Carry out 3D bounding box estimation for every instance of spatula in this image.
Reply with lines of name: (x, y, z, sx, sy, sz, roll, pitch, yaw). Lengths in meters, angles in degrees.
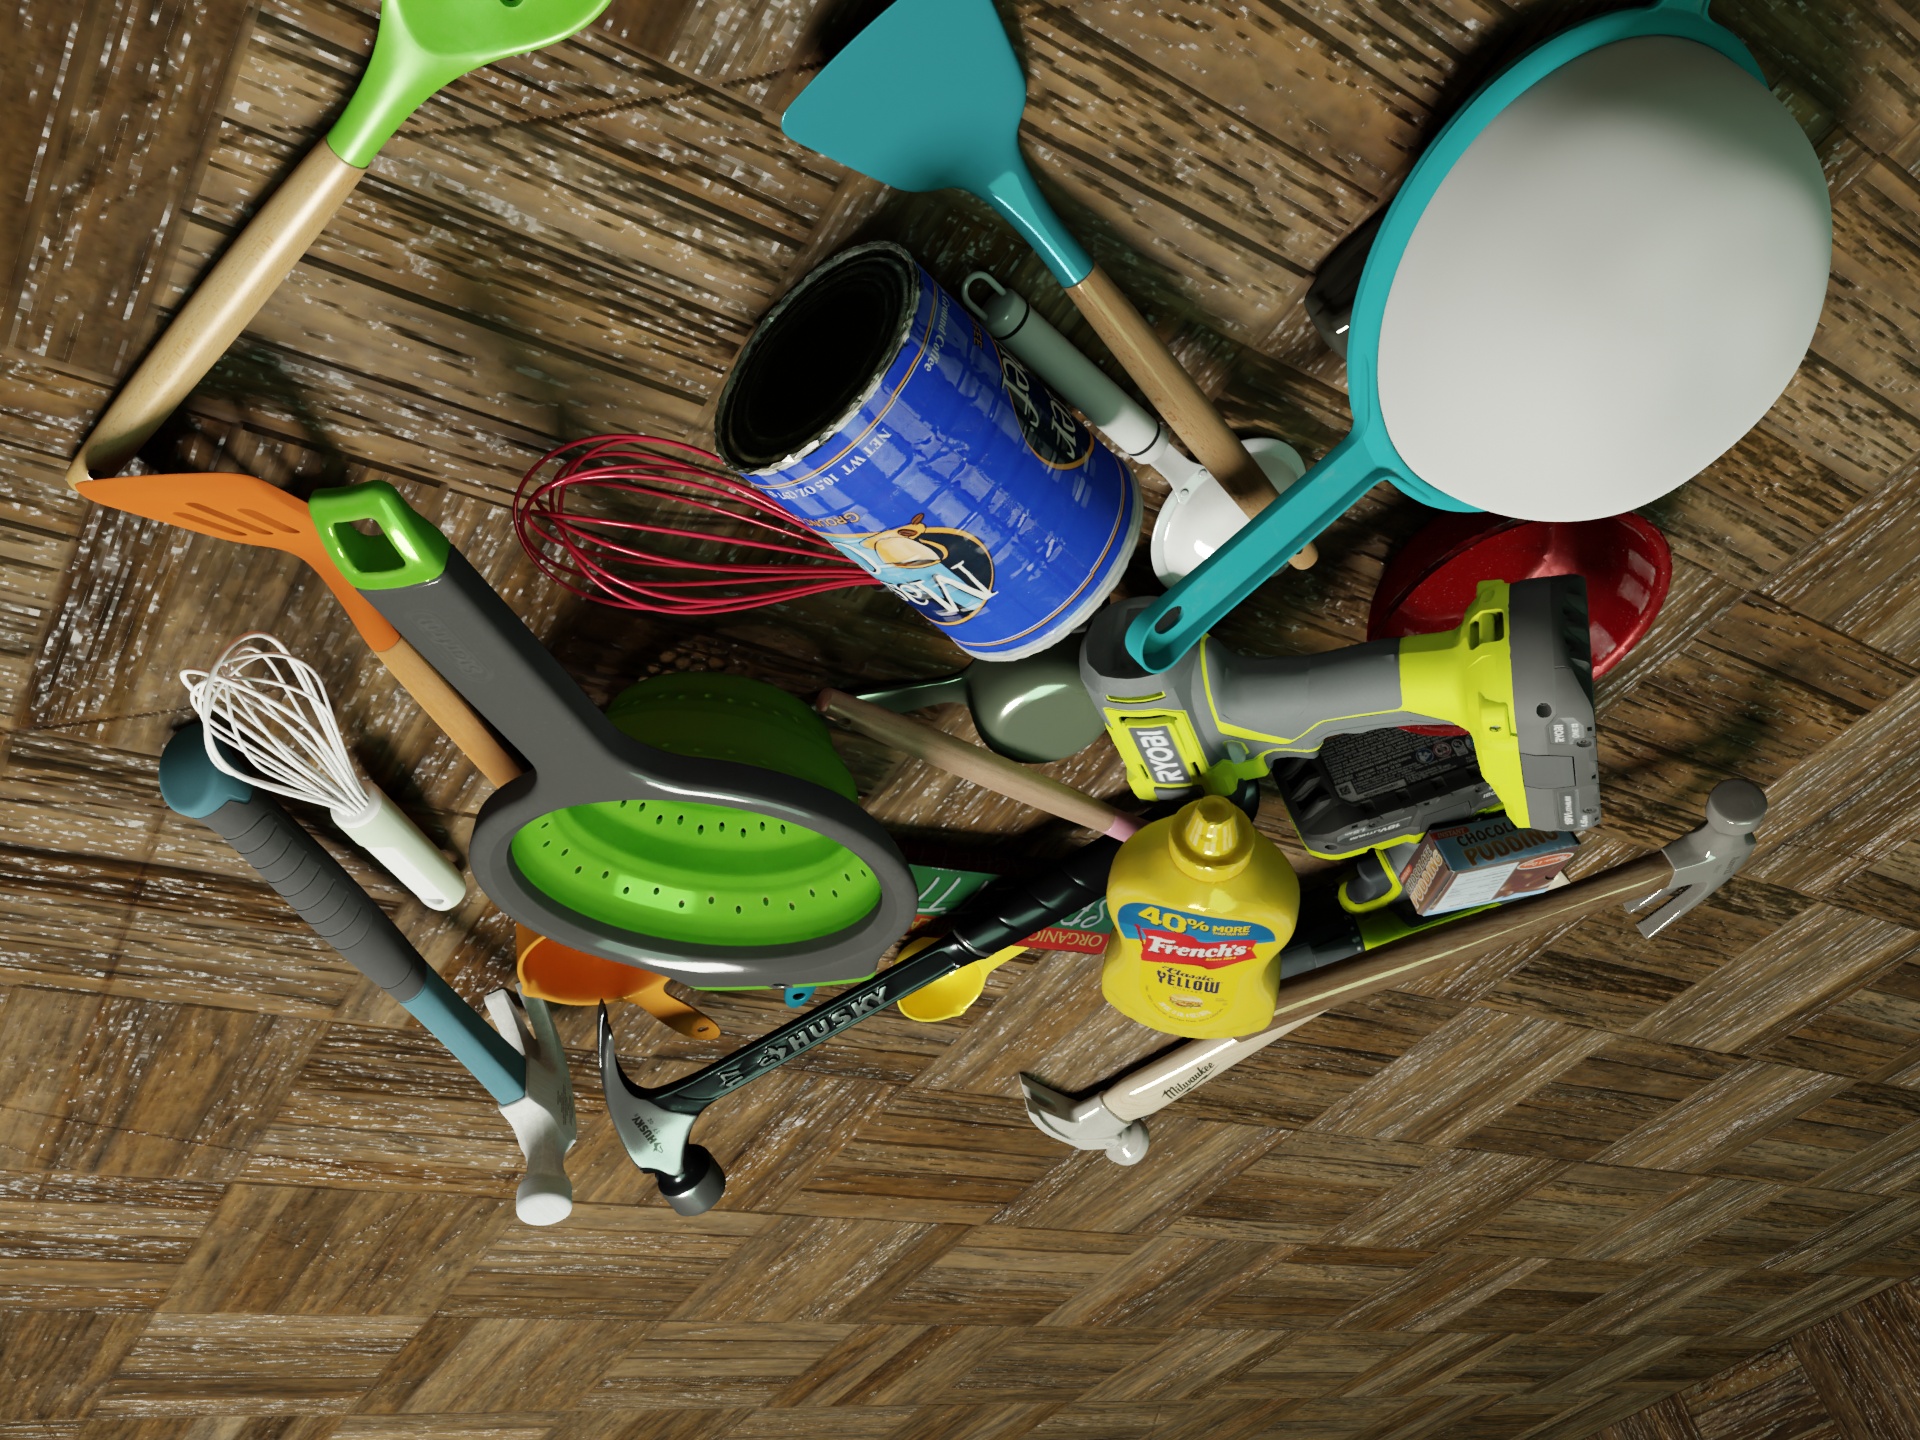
spatula: (-0.244, -0.014, 0.701, 0.081, 0.041, 0.322, 0, 146, 18)
spatula: (0.061, -0.151, 0.622, 0.082, 0.044, 0.317, -37, 127, 17)

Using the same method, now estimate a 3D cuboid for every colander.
colander: (-0.141, 0.000, 0.684, 0.204, 0.095, 0.396, -6, 148, 15)

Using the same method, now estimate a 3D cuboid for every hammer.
hammer: (-0.012, 0.128, 0.891, 0.409, 0.036, 0.149, -29, 125, -5)
hammer: (-0.287, 0.125, 0.809, 0.033, 0.128, 0.330, -22, 132, 6)
hammer: (0.319, 0.129, 0.967, 0.331, 0.031, 0.129, -20, 146, 1)
hammer: (0.234, 0.199, 1.126, 0.410, 0.038, 0.146, -34, 136, 20)

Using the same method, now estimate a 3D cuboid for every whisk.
whisk: (-0.279, 0.036, 0.726, 0.058, 0.059, 0.246, 7, 153, 10)
whisk: (-0.051, -0.070, 0.693, 0.295, 0.073, 0.073, 7, 136, -34)

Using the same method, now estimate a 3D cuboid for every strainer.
strainer: (0.216, -0.117, 0.626, 0.340, 0.095, 0.210, -40, 134, 2)
strainer: (0.086, -0.116, 0.698, 0.258, 0.050, 0.087, 32, 105, -39)

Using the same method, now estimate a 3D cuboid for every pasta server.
pasta server: (0.057, 0.049, 0.823, 0.316, 0.040, 0.060, 24, 139, -33)

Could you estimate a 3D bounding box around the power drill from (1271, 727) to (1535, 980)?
power drill: (0.252, 0.081, 0.960, 0.190, 0.080, 0.228, -19, 144, 2)

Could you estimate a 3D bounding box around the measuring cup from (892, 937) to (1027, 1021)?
measuring cup: (0.026, 0.132, 0.988, 0.156, 0.029, 0.062, -32, 132, 0)

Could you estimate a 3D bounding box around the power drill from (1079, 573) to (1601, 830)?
power drill: (0.186, 0.002, 0.766, 0.223, 0.080, 0.171, -3, 146, 22)

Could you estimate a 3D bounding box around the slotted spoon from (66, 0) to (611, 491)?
slotted spoon: (-0.221, -0.174, 0.532, 0.313, 0.031, 0.070, -37, 137, 26)

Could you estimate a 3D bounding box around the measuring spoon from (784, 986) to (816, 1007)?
measuring spoon: (-0.084, 0.143, 0.957, 0.042, 0.021, 0.128, 3, 136, -22)

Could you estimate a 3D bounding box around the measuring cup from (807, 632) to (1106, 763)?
measuring cup: (-0.001, -0.003, 0.800, 0.167, 0.038, 0.083, -10, 141, -11)

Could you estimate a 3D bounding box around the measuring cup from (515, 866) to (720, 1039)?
measuring cup: (-0.180, 0.129, 0.888, 0.095, 0.052, 0.173, -23, 145, 9)
